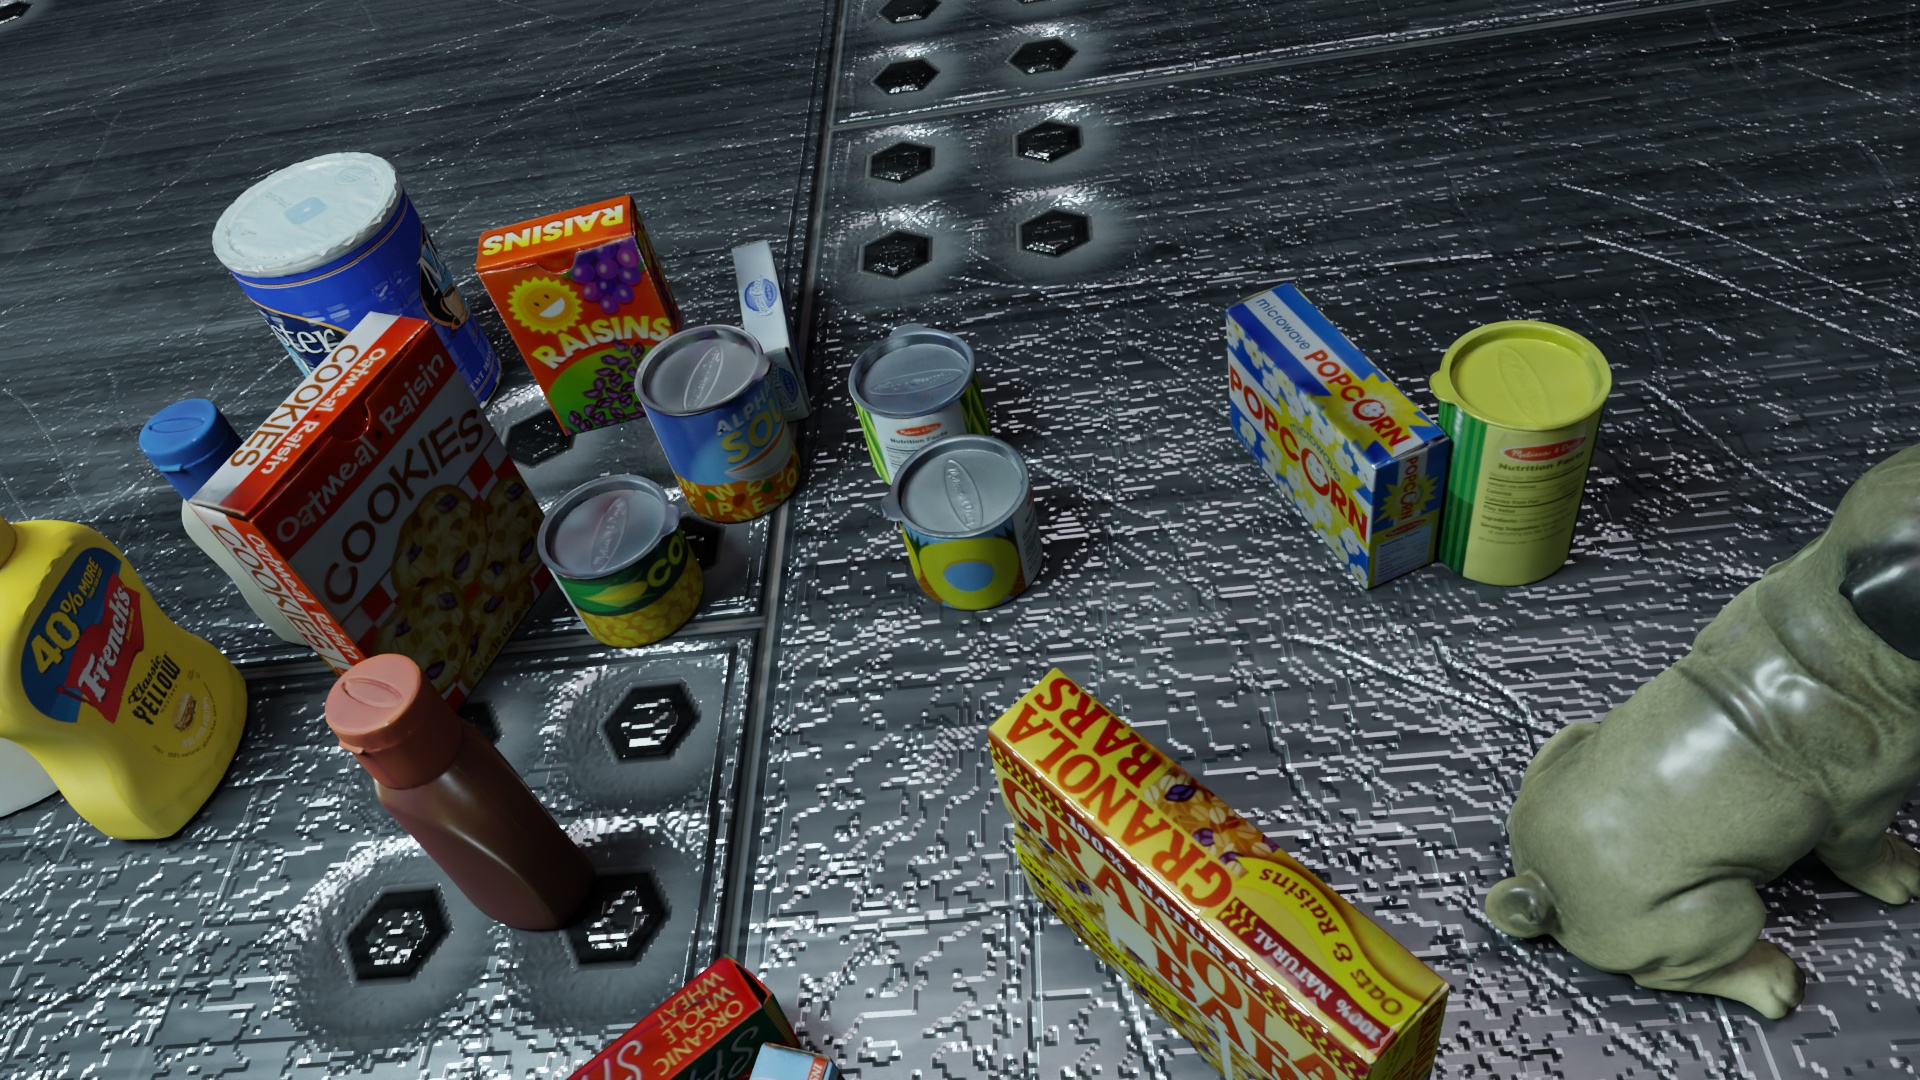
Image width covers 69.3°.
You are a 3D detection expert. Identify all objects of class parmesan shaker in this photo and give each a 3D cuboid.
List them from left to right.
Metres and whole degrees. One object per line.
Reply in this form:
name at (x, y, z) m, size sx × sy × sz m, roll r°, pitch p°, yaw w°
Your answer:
parmesan shaker at (0.239, -0.036, 0.612) m, size 0.071 × 0.102 × 0.072 m, roll -6°, pitch 49°, yaw 7°

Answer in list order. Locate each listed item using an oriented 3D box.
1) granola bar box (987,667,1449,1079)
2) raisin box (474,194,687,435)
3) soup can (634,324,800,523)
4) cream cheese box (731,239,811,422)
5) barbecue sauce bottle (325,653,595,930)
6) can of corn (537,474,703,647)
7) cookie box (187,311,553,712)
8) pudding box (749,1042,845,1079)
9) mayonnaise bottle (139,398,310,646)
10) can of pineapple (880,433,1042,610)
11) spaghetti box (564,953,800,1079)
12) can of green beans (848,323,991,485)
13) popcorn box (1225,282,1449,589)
granola bar box at (0.083, 0.135, 0.482) m, size 0.039 × 0.123 × 0.166 m, roll -38°, pitch 52°, yaw -20°
raisin box at (-0.202, -0.122, 0.769) m, size 0.086 × 0.122 × 0.040 m, roll -14°, pitch 48°, yaw 1°
soup can at (-0.122, -0.060, 0.724) m, size 0.071 × 0.083 × 0.072 m, roll -6°, pitch 49°, yaw 7°
cream cheese box at (-0.108, -0.120, 0.794) m, size 0.024 × 0.053 × 0.104 m, roll -15°, pitch 48°, yaw -1°
barbecue sauce bottle at (-0.201, 0.103, 0.556) m, size 0.065 × 0.147 × 0.044 m, roll 14°, pitch 54°, yaw 23°
can of corn at (-0.164, 0.011, 0.689) m, size 0.071 × 0.058 × 0.071 m, roll -6°, pitch 48°, yaw 7°
cookie box at (-0.260, -0.004, 0.649) m, size 0.040 × 0.166 × 0.123 m, roll 11°, pitch 53°, yaw 21°
pudding box at (-0.064, 0.226, 0.484) m, size 0.030 × 0.049 × 0.084 m, roll 5°, pitch 51°, yaw 17°
mayonnaise bottle at (-0.341, -0.005, 0.681) m, size 0.065 × 0.147 × 0.041 m, roll -2°, pitch 49°, yaw 10°
can of pineapple at (0.002, -0.008, 0.670) m, size 0.071 × 0.057 × 0.071 m, roll -6°, pitch 48°, yaw 7°
spaghetti box at (-0.168, 0.243, 0.492) m, size 0.251 × 0.050 × 0.029 m, roll -36°, pitch 51°, yaw -18°
can of green beans at (-0.020, -0.067, 0.726) m, size 0.071 × 0.057 × 0.071 m, roll -6°, pitch 48°, yaw 7°
popcorn box at (0.172, -0.051, 0.652) m, size 0.038 × 0.084 × 0.127 m, roll -24°, pitch 49°, yaw -8°
